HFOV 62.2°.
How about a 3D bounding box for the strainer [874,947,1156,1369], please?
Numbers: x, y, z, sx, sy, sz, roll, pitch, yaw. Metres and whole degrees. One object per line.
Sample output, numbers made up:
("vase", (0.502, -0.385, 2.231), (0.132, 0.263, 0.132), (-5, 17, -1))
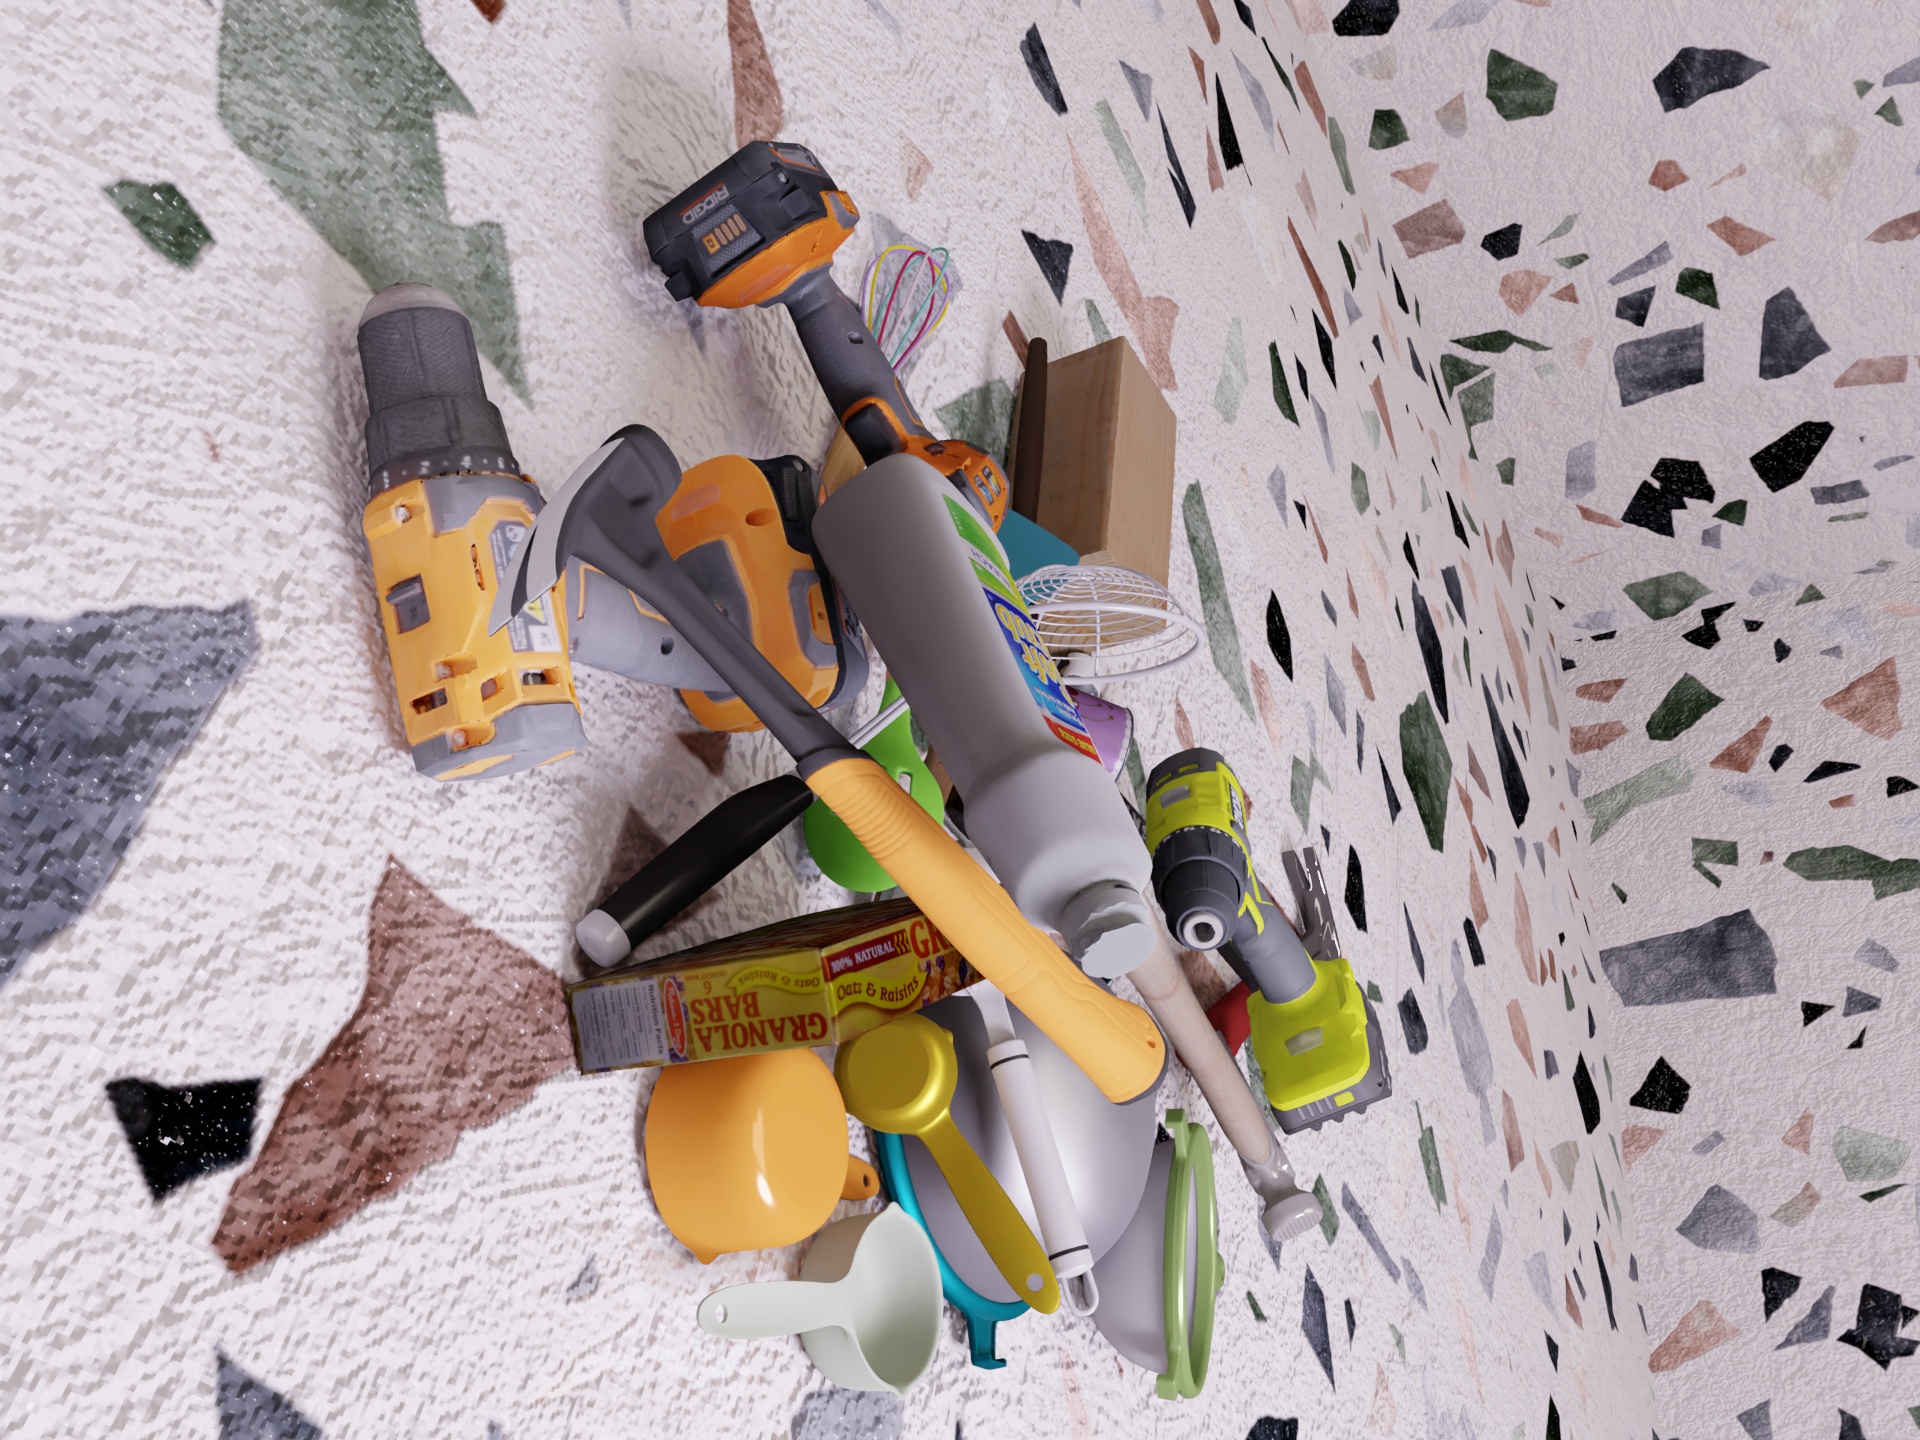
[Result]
("strainer", (0.071, 0.185, 0.897), (0.340, 0.095, 0.211), (-35, 108, -61))

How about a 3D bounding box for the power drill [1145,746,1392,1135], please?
("power drill", (0.187, 0.146, 1.006), (0.228, 0.080, 0.191), (58, 17, -17))

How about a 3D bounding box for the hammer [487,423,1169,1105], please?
("hammer", (-0.031, 0.038, 0.604), (0.336, 0.034, 0.127), (47, 26, -19))

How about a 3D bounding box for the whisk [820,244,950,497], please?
("whisk", (-0.044, -0.204, 0.937), (0.047, 0.051, 0.245), (57, 35, -41))

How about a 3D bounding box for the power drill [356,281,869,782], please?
("power drill", (-0.145, -0.075, 0.655), (0.226, 0.084, 0.185), (-6, 80, -57))

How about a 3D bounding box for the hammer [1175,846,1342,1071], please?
("hammer", (0.245, 0.203, 1.272), (0.359, 0.037, 0.149), (-12, 87, -63))

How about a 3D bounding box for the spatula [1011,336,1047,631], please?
("spatula", (0.040, -0.134, 1.017), (0.059, 0.018, 0.316), (39, 44, -38))

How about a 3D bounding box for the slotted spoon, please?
("slotted spoon", (-0.033, -0.037, 0.874), (0.314, 0.070, 0.031), (-83, 177, -45))

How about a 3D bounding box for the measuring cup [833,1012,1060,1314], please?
("measuring cup", (-0.004, 0.199, 0.719), (0.157, 0.062, 0.029), (53, -4, 21))

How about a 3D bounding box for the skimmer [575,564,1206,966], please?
("skimmer", (-0.019, 0.023, 0.744), (0.363, 0.127, 0.090), (-39, 102, -38))

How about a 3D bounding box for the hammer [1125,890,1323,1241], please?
("hammer", (0.130, 0.175, 0.914), (0.146, 0.038, 0.410), (64, 4, 38))

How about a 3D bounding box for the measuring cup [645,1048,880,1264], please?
("measuring cup", (-0.063, 0.190, 0.695), (0.173, 0.052, 0.095), (36, 47, -53))

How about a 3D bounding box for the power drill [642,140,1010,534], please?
("power drill", (-0.057, -0.168, 0.790), (0.226, 0.084, 0.164), (57, 17, -12))

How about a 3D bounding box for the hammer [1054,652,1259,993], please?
("hammer", (0.175, 0.138, 1.122), (0.408, 0.036, 0.149), (48, 40, -28))

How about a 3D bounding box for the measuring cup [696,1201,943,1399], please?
("measuring cup", (-0.067, 0.250, 0.679), (0.167, 0.038, 0.083), (24, 56, -53))

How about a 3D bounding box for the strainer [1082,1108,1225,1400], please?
("strainer", (0.120, 0.328, 0.970), (0.256, 0.069, 0.152), (57, 35, -64))

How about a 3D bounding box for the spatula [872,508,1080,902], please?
("spatula", (-0.001, -0.003, 0.886), (0.082, 0.044, 0.318), (29, 60, -14))

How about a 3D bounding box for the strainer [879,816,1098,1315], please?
("strainer", (0.022, 0.151, 0.758), (0.050, 0.087, 0.259), (97, -23, -64))
